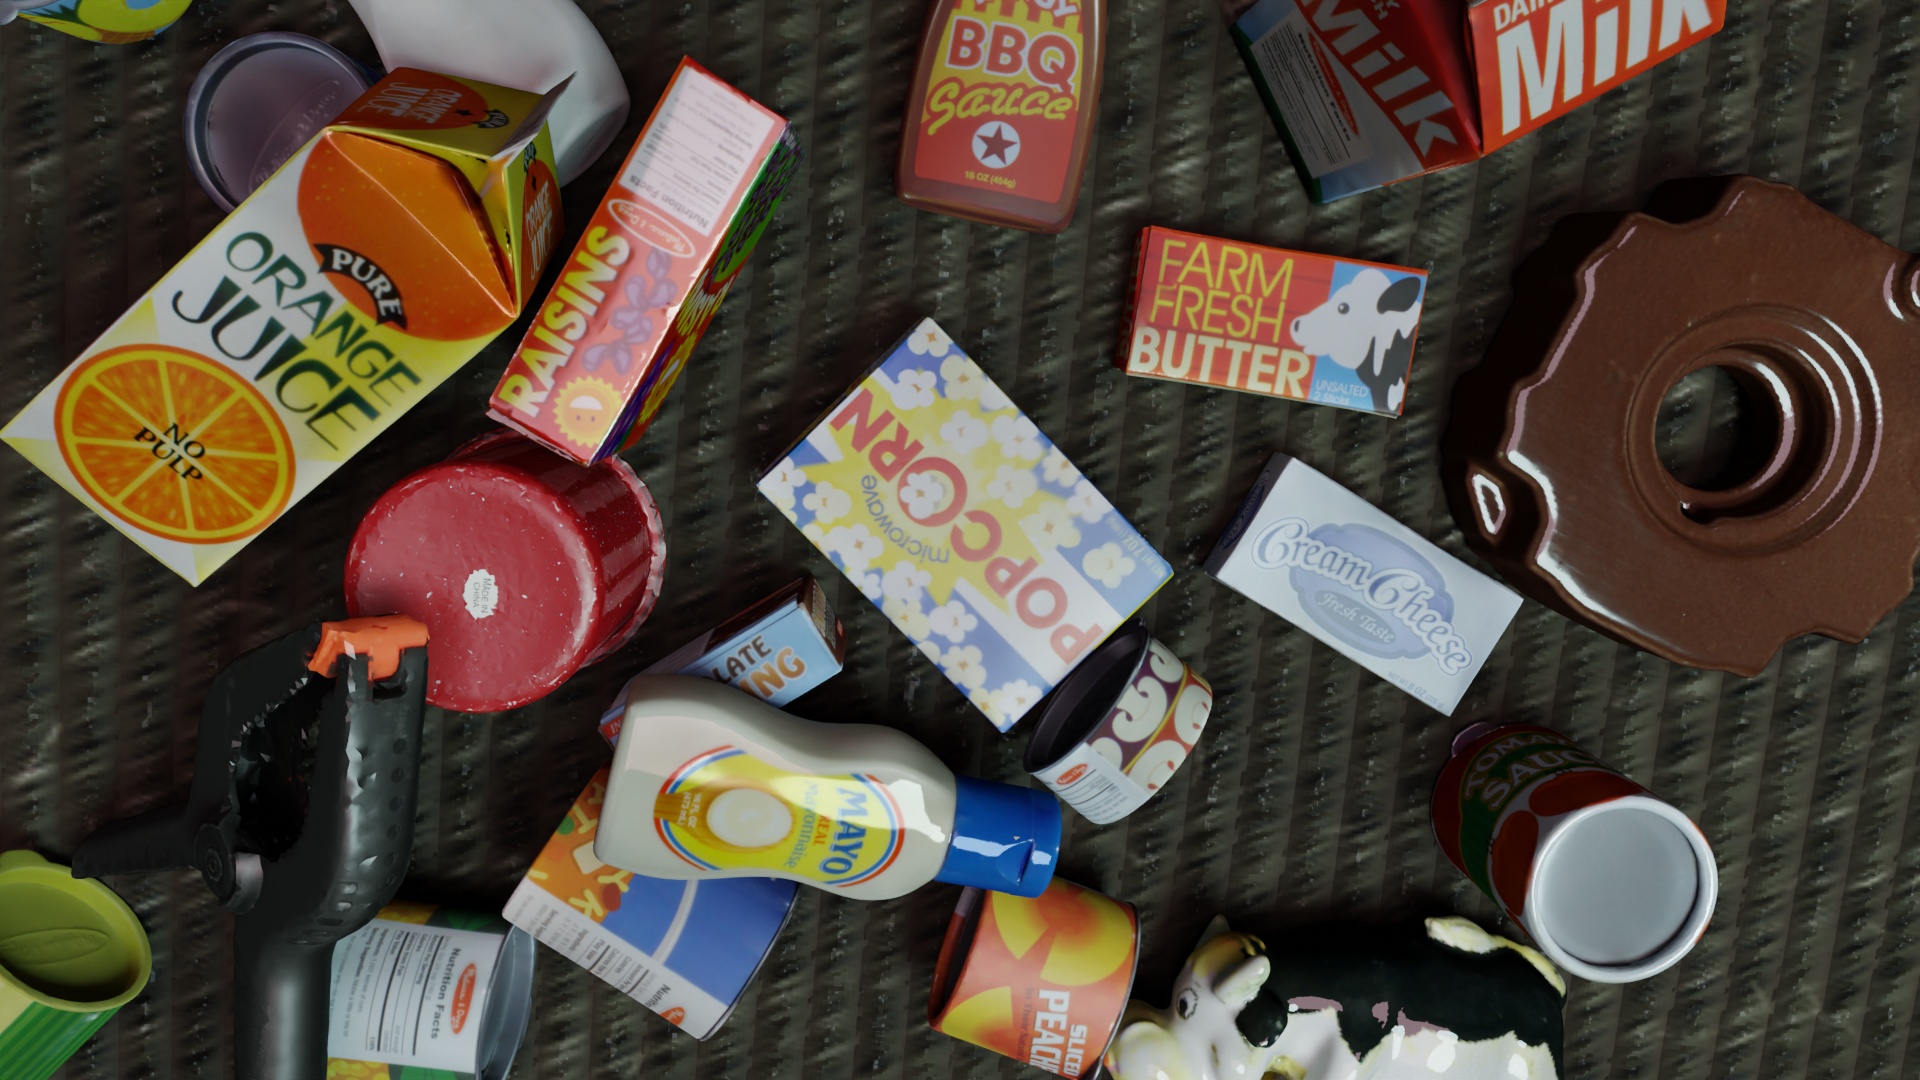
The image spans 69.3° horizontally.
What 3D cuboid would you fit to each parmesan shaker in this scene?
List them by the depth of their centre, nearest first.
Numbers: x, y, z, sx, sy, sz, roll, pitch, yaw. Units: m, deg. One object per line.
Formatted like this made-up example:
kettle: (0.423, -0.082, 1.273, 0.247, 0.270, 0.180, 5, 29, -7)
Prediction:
parmesan shaker: (-0.354, 0.171, 0.493, 0.103, 0.071, 0.071, -43, 97, 5)

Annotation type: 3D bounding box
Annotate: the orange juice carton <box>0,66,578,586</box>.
orange juice carton: (-0.193, -0.077, 0.431, 0.192, 0.072, 0.073, -34, 117, 17)

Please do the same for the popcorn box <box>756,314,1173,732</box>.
popcorn box: (0.002, -0.006, 0.494, 0.085, 0.038, 0.126, -44, 97, 5)

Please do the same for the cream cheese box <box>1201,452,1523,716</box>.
cream cheese box: (0.147, 0.015, 0.510, 0.104, 0.024, 0.053, 30, 95, -6)

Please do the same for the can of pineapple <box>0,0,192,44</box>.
can of pineapple: (-0.291, -0.197, 0.447, 0.071, 0.058, 0.071, 0, 98, -2)

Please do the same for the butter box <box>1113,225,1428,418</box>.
butter box: (0.110, -0.078, 0.495, 0.103, 0.024, 0.053, 9, 98, -3)

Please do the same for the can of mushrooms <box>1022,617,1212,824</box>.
can of mushrooms: (0.057, 0.064, 0.493, 0.033, 0.071, 0.071, 40, 95, -7)

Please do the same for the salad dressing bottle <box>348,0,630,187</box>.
salad dressing bottle: (-0.179, -0.183, 0.461, 0.147, 0.044, 0.064, 44, 103, -6)

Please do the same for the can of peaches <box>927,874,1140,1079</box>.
can of peaches: (0.025, 0.155, 0.502, 0.058, 0.071, 0.071, 22, 97, -4)

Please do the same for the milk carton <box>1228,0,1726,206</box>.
milk carton: (0.146, -0.153, 0.402, 0.072, 0.191, 0.073, -28, 99, 2)

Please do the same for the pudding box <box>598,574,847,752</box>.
pudding box: (-0.083, 0.048, 0.493, 0.084, 0.050, 0.030, -31, 100, 2)

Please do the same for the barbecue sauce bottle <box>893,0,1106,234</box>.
barbecue sauce bottle: (0.021, -0.182, 0.468, 0.065, 0.044, 0.148, 11, 97, -3)

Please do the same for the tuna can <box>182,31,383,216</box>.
tuna can: (-0.220, -0.133, 0.471, 0.071, 0.033, 0.071, 0, 98, -2)

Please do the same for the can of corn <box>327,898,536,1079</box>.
can of corn: (-0.191, 0.165, 0.499, 0.058, 0.071, 0.071, 7, 98, -2)

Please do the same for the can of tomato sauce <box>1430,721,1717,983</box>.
can of tomato sauce: (0.215, 0.107, 0.495, 0.071, 0.083, 0.071, 0, 99, -2)

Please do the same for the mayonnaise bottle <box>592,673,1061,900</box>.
mayonnaise bottle: (-0.041, 0.088, 0.461, 0.148, 0.041, 0.064, 13, 103, -11)

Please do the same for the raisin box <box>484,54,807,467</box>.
raisin box: (-0.100, -0.088, 0.455, 0.040, 0.086, 0.123, 31, 96, -8)

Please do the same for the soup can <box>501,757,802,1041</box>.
soup can: (-0.108, 0.125, 0.496, 0.084, 0.071, 0.071, 34, 96, -6)
